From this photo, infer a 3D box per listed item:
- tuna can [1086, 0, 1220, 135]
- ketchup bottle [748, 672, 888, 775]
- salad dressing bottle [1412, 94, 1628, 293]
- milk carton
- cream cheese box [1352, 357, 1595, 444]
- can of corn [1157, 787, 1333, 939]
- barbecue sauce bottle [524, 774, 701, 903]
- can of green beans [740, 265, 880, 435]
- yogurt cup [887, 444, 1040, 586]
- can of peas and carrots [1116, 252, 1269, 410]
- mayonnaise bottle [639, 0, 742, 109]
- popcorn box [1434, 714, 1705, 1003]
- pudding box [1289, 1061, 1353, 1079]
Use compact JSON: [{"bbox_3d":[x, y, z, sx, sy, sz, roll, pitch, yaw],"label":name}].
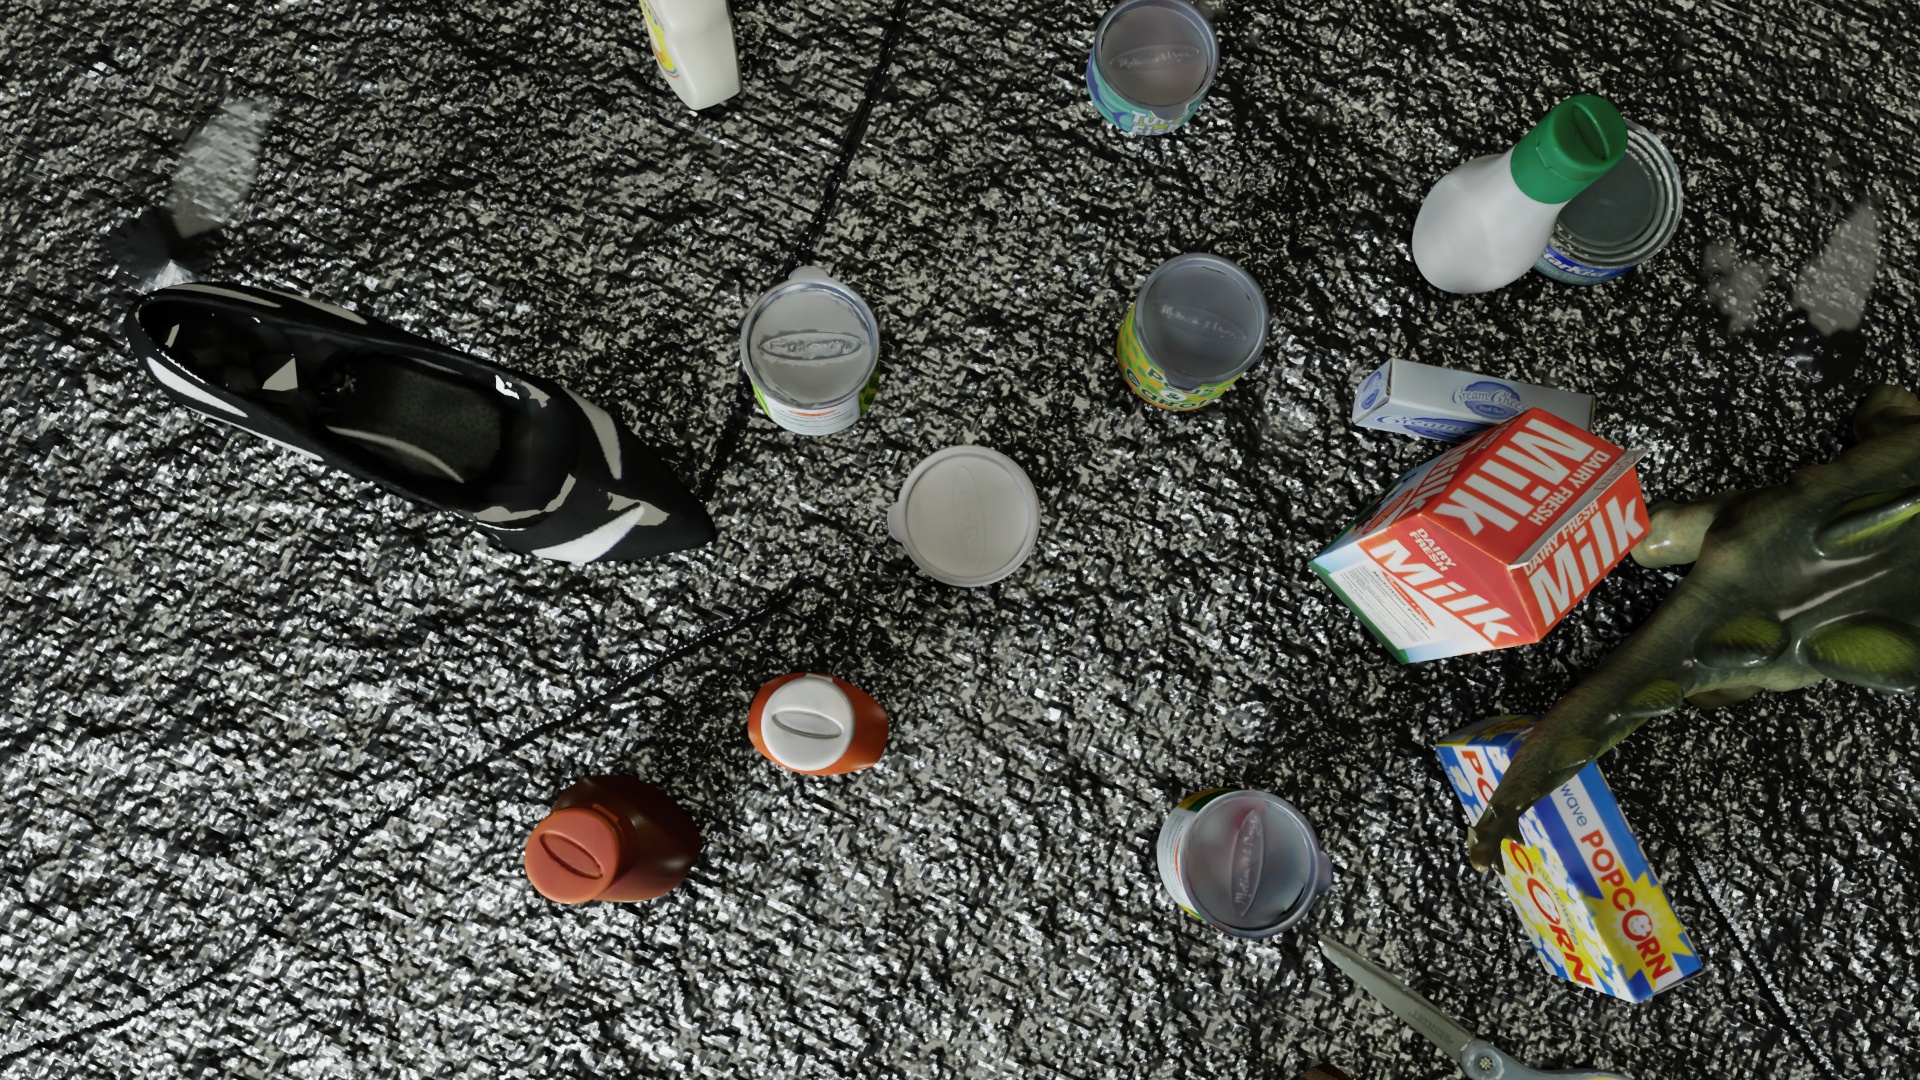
[{"bbox_3d":[0.101,-0.248,0.732,0.071,0.033,0.071,1,81,-3],"label":"tuna can"},{"bbox_3d":[-0.064,0.081,0.611,0.065,0.148,0.043,12,81,-1],"label":"ketchup bottle"},{"bbox_3d":[0.267,-0.165,0.671,0.044,0.147,0.064,-24,84,-6],"label":"salad dressing bottle"},{"bbox_3d":[0.232,0.001,0.620,0.072,0.190,0.073,-41,86,-8],"label":"milk carton"},{"bbox_3d":[0.257,-0.066,0.702,0.104,0.053,0.024,10,81,-2],"label":"cream cheese box"},{"bbox_3d":[0.133,0.151,0.657,0.071,0.058,0.071,1,81,-3],"label":"can of corn"},{"bbox_3d":[-0.151,0.129,0.598,0.065,0.148,0.044,35,81,2],"label":"barbecue sauce bottle"},{"bbox_3d":[-0.072,-0.089,0.683,0.071,0.057,0.071,1,81,-3],"label":"can of green beans"},{"bbox_3d":[0.002,-0.008,0.677,0.072,0.054,0.072,1,81,-3],"label":"yogurt cup"},{"bbox_3d":[0.114,-0.101,0.696,0.071,0.058,0.071,1,81,-3],"label":"can of peas and carrots"},{"bbox_3d":[-0.135,-0.266,0.662,0.041,0.148,0.065,-26,84,-7],"label":"mayonnaise bottle"},{"bbox_3d":[0.282,0.145,0.654,0.038,0.085,0.127,-25,83,-7],"label":"popcorn box"},{"bbox_3d":[0.183,0.291,0.642,0.030,0.049,0.084,-23,83,-6],"label":"pudding box"}]
